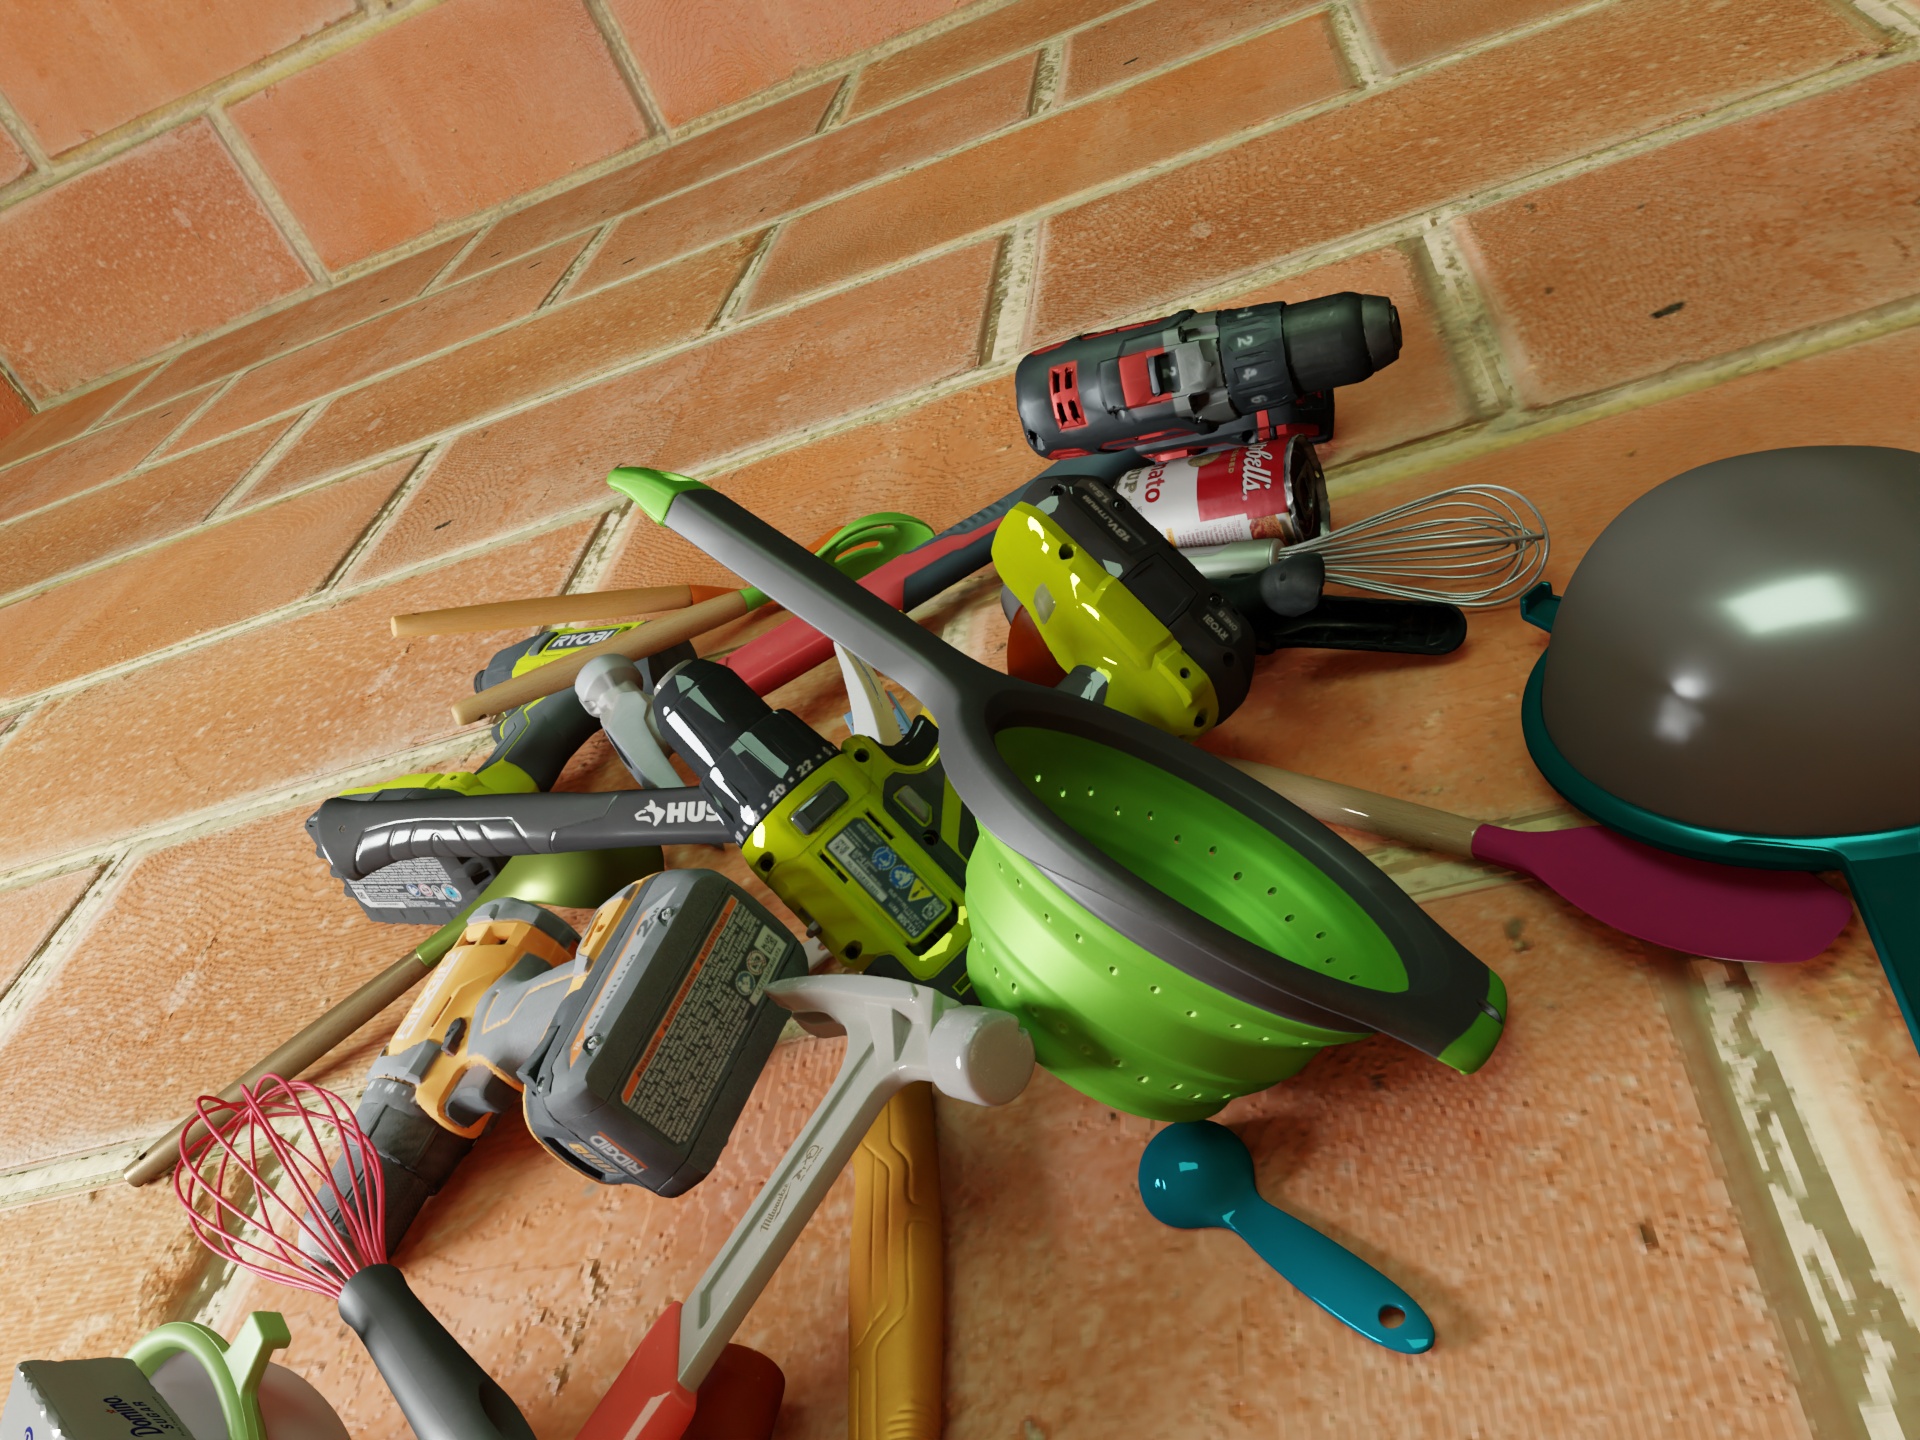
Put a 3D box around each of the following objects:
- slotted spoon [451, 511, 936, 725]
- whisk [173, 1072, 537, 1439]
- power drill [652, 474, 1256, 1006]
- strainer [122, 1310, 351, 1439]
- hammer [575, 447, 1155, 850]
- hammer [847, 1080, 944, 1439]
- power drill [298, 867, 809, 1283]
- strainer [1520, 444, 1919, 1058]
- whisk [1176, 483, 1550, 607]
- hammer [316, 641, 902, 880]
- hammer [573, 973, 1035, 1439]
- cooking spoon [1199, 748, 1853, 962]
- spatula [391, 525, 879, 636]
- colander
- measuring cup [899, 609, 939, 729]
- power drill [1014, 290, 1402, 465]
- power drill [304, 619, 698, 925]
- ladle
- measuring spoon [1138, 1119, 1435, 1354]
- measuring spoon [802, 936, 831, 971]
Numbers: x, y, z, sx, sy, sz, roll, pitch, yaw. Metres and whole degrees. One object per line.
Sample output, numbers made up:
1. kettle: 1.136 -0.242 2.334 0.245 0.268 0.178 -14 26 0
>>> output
1. slotted spoon: -0.155 -0.064 0.958 0.314 0.070 0.031 -25 69 -23
2. whisk: -0.218 0.197 0.569 0.073 0.073 0.296 -42 34 -24
3. power drill: -0.001 -0.002 0.698 0.228 0.190 0.080 -42 -7 -19
4. strainer: -0.291 0.305 0.587 0.256 0.069 0.152 -23 62 39
5. hammer: -0.026 -0.071 0.937 0.386 0.038 0.143 -32 54 -17
6. hammer: -0.015 0.233 0.510 0.127 0.034 0.337 -21 32 11
7. power drill: -0.187 0.155 0.683 0.226 0.084 0.185 -14 39 44
8. strainer: 0.306 -0.009 0.550 0.211 0.095 0.341 -10 31 19
9. whisk: 0.167 -0.081 0.800 0.246 0.059 0.058 -1 14 30
10. hammer: -0.180 0.044 0.791 0.335 0.035 0.146 -4 74 21
11. hammer: -0.114 0.231 0.503 0.149 0.036 0.359 -7 41 54
12. cooking spoon: 0.190 0.044 0.649 0.069 0.017 0.319 -33 31 -31
13. spatula: -0.199 -0.087 1.023 0.322 0.041 0.081 -9 23 -28
14. colander: 0.005 0.033 0.601 0.397 0.094 0.204 34 18 18
15. measuring cup: -0.013 -0.015 0.838 0.029 0.062 0.157 -45 36 7
16. power drill: 0.148 -0.184 0.853 0.188 0.080 0.226 -8 5 22
17. power drill: -0.282 0.021 0.975 0.171 0.080 0.223 -4 35 31
18. ladle: -0.297 0.149 0.841 0.320 0.062 0.078 -37 33 -4
19. measuring spoon: 0.104 0.167 0.528 0.042 0.021 0.129 -39 32 -19
20. measuring spoon: -0.096 0.135 0.734 0.124 0.018 0.034 -36 29 -27
